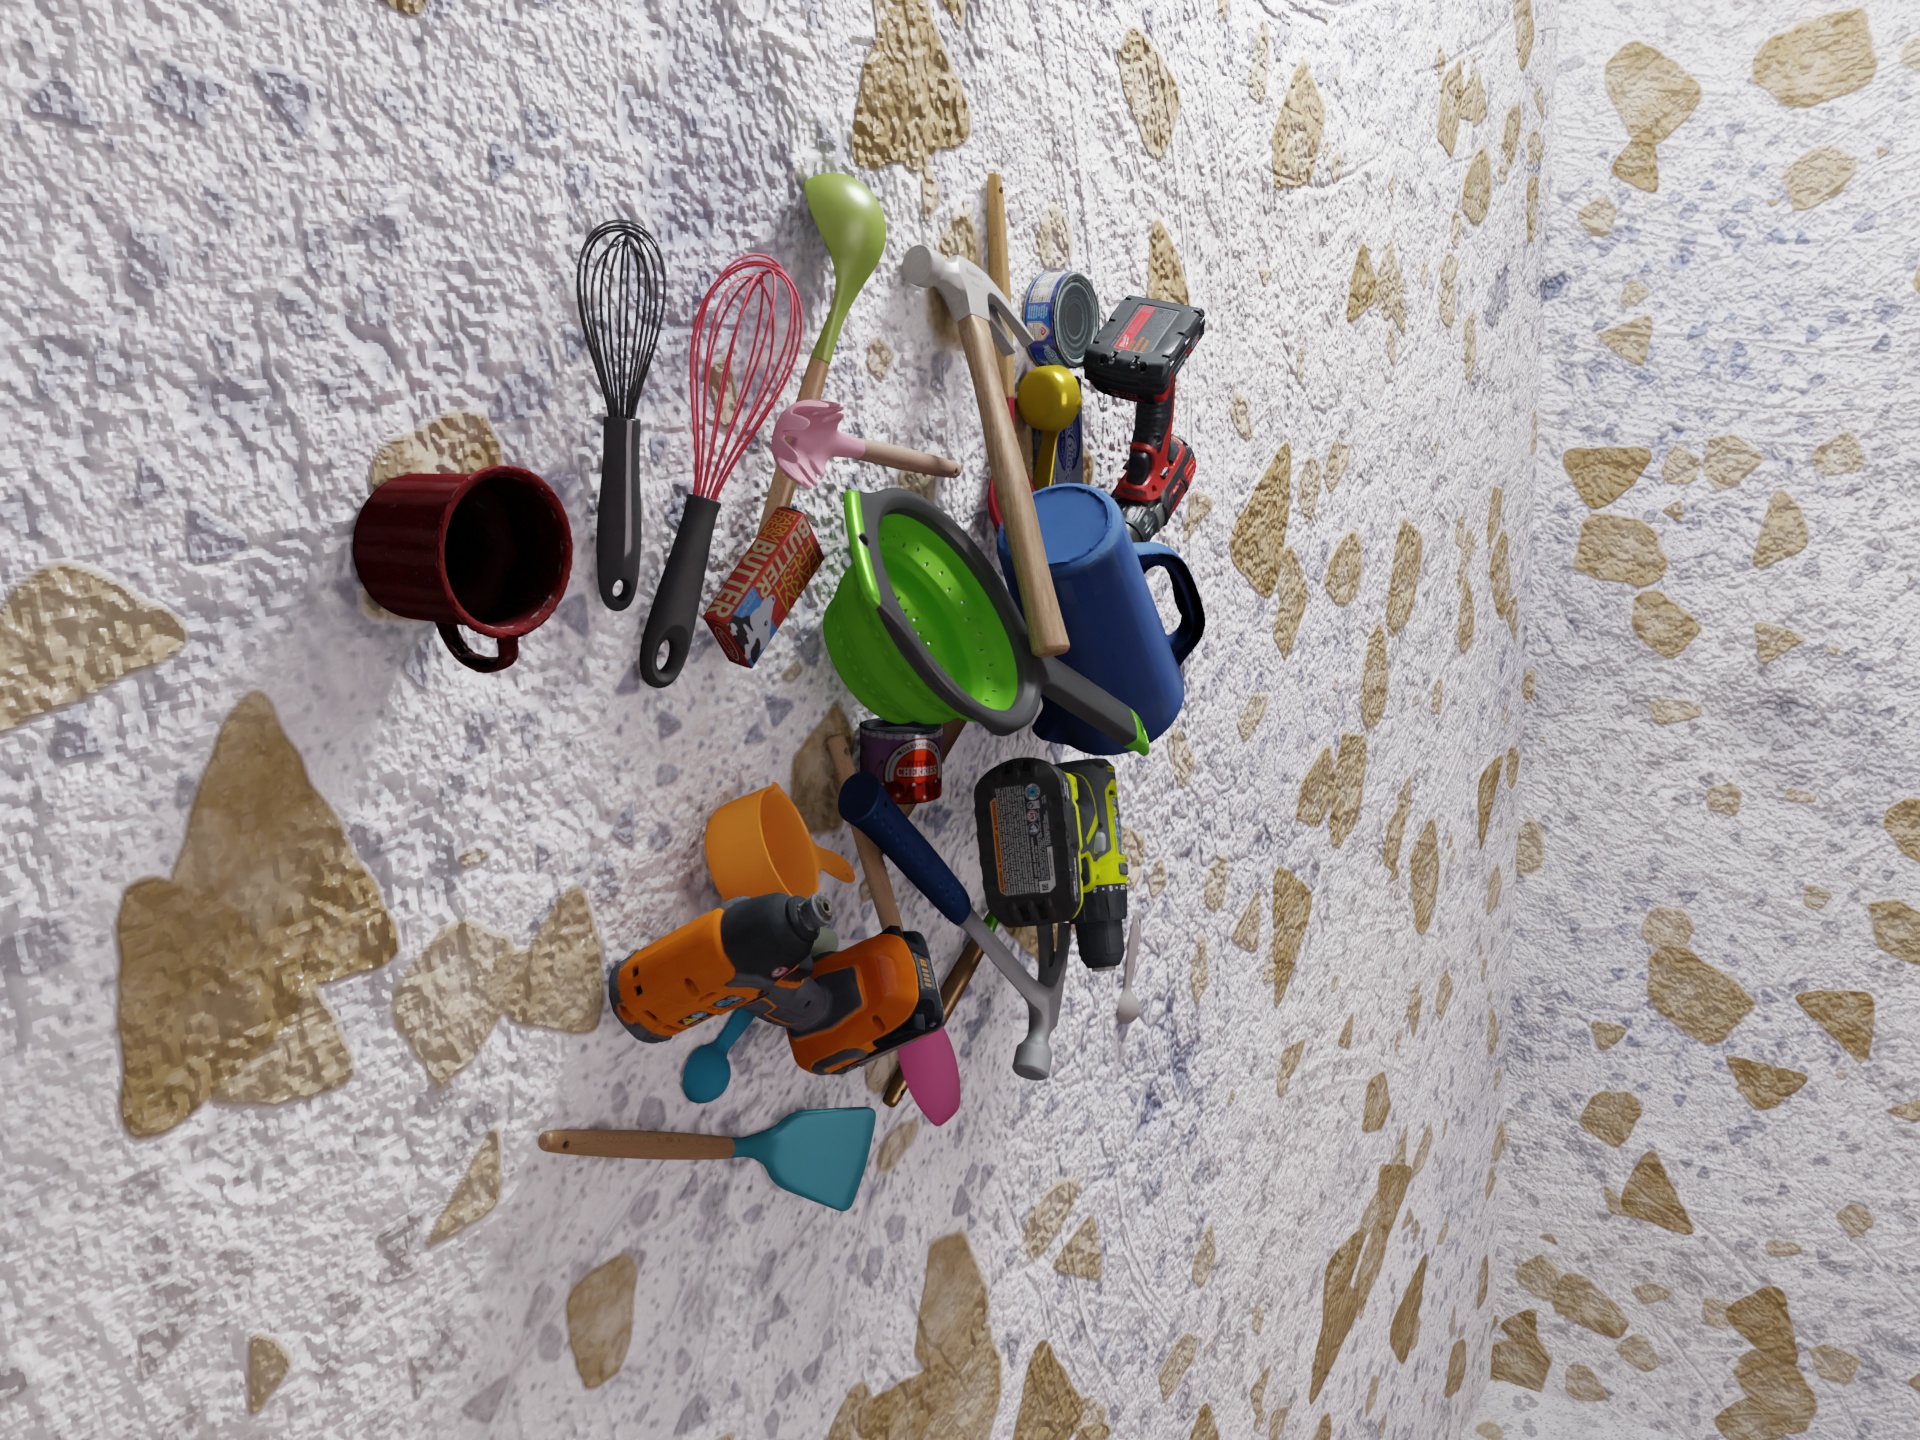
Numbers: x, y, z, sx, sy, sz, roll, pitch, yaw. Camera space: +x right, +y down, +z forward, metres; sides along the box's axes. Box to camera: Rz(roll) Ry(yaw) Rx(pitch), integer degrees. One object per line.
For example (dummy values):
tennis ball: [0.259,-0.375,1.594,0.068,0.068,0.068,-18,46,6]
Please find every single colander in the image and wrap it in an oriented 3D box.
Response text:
colander: [0.014,-0.035,1.251,0.396,0.094,0.205,30,37,-45]

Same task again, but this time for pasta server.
pasta server: [-0.058,-0.195,1.174,0.316,0.040,0.060,-9,121,-67]

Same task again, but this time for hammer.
hammer: [0.036,-0.210,1.259,0.130,0.031,0.331,1,73,-55]
hammer: [0.005,0.156,1.309,0.405,0.035,0.144,54,42,-49]

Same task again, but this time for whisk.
whisk: [-0.100,0.175,1.227,0.246,0.059,0.058,33,29,-50]
whisk: [-0.163,-0.164,1.050,0.073,0.073,0.296,16,88,-57]
whisk: [-0.212,-0.185,0.983,0.055,0.055,0.239,-16,114,-55]

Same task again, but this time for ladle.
ladle: [-0.118,-0.232,1.129,0.078,0.062,0.320,19,87,-69]
ladle: [0.038,-0.302,1.358,0.069,0.031,0.315,-21,111,-52]

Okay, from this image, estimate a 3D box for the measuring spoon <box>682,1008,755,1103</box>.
measuring spoon: [-0.158,0.226,1.162,0.129,0.021,0.042,-55,138,-36]

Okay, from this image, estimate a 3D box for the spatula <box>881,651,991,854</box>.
spatula: [-0.002,-0.004,1.361,0.316,0.018,0.059,-59,139,-34]

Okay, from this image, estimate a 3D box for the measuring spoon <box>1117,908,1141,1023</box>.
measuring spoon: [0.188,0.265,1.705,0.034,0.018,0.124,10,87,-57]

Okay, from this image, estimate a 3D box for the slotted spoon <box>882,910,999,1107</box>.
slotted spoon: [0.010,0.206,1.414,0.314,0.031,0.070,-58,140,-30]

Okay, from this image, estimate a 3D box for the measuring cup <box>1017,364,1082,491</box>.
measuring cup: [0.068,-0.235,1.404,0.029,0.062,0.156,-9,115,-46]

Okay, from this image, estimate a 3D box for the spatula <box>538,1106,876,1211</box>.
spatula: [-0.174,0.306,1.134,0.317,0.044,0.082,24,79,-55]

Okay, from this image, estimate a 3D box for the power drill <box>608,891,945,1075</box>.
power drill: [-0.106,0.177,1.095,0.226,0.164,0.084,28,39,-52]

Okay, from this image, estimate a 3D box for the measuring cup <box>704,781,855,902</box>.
measuring cup: [-0.129,0.105,1.151,0.173,0.052,0.095,39,33,-67]

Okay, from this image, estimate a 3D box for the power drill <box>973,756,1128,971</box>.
power drill: [0.091,0.123,1.373,0.228,0.080,0.191,18,65,-68]

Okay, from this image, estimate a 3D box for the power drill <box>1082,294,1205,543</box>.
power drill: [0.165,-0.259,1.491,0.188,0.080,0.226,-57,153,-35]

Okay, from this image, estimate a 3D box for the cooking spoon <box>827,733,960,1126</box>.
cooking spoon: [-0.052,0.164,1.240,0.069,0.017,0.319,-26,101,-55]
